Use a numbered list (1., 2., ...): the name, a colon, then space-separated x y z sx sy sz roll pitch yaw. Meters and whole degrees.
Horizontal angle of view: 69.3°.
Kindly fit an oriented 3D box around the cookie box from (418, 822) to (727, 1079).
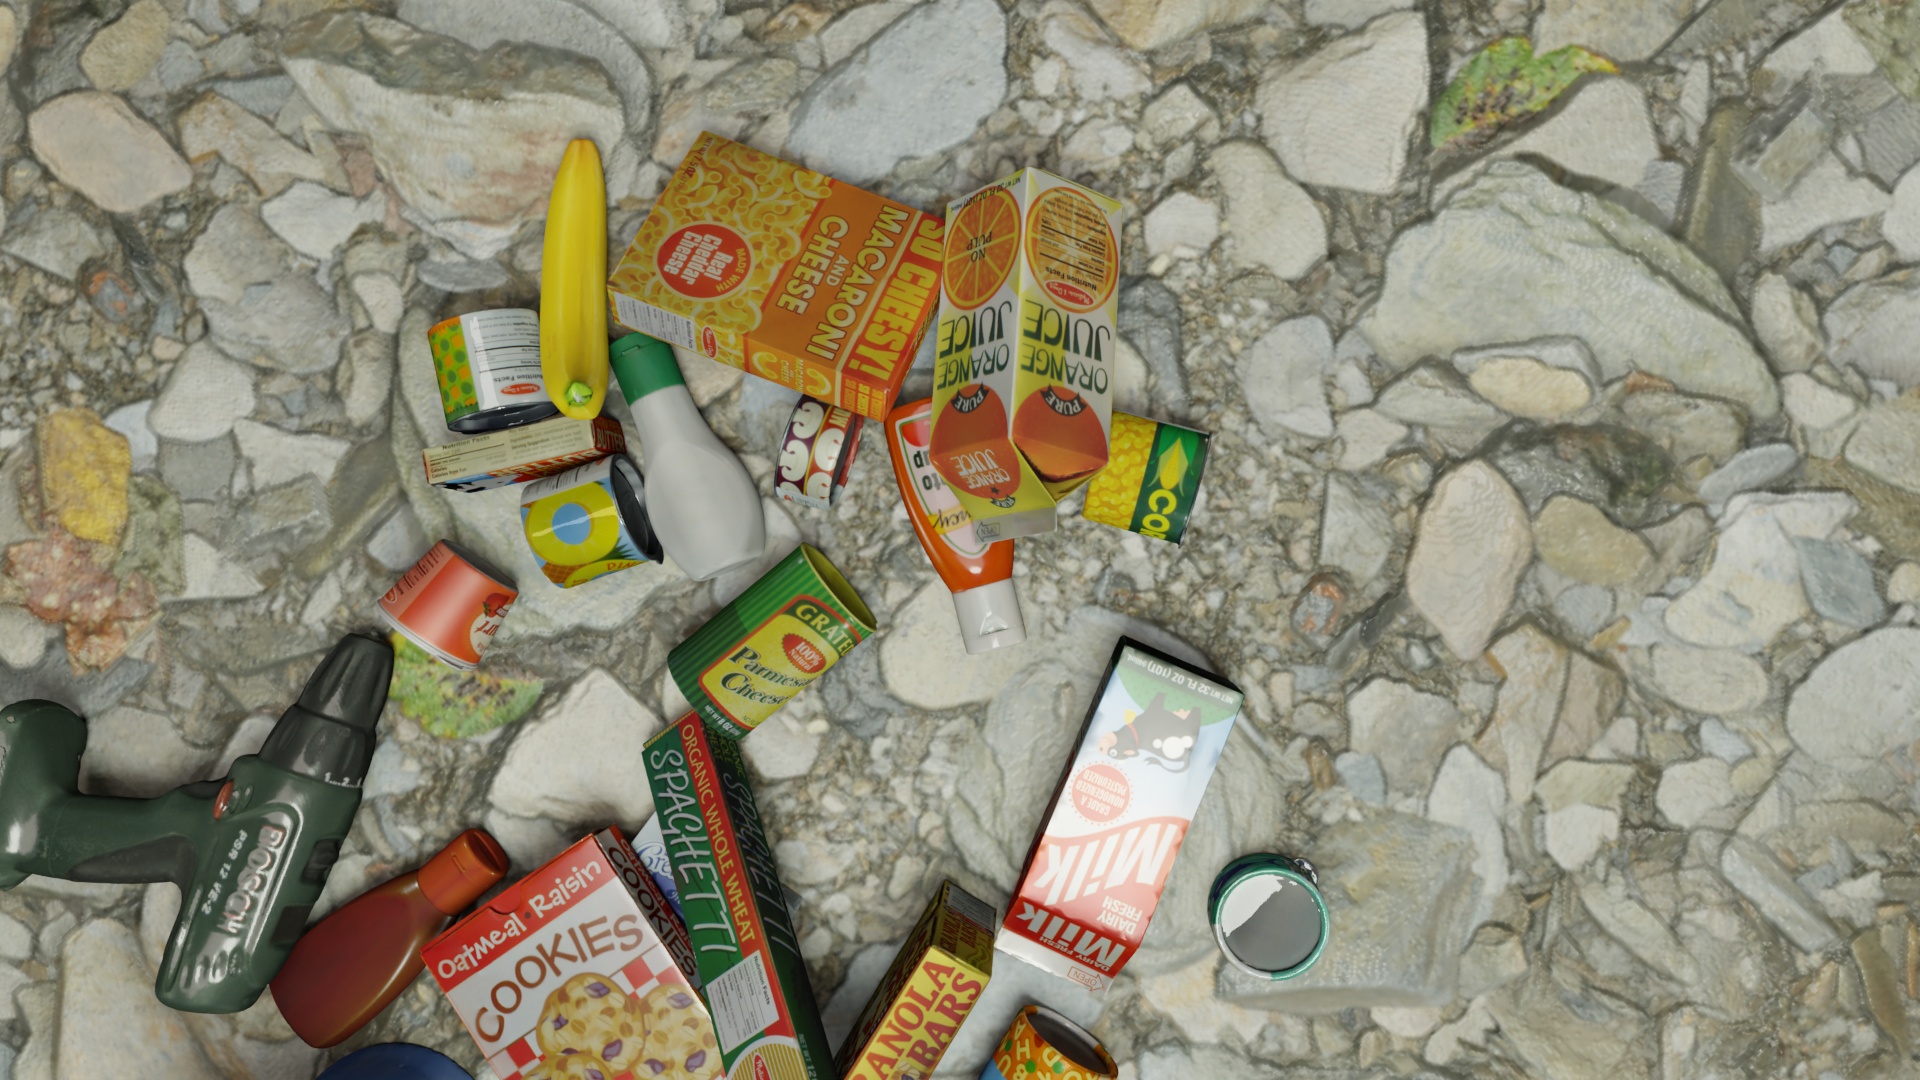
1. cookie box: -0.206 0.264 0.785 0.123 0.040 0.167 -35 86 3

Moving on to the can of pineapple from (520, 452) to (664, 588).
1. can of pineapple: -0.214 -0.009 0.808 0.058 0.071 0.071 -18 88 5

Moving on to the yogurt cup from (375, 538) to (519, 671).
1. yogurt cup: -0.298 0.036 0.816 0.072 0.072 0.054 36 85 4

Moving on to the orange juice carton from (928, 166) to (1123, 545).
1. orange juice carton: 0.035 -0.095 0.756 0.073 0.071 0.193 12 77 -37

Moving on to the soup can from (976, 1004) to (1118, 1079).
1. soup can: 0.040 0.317 0.780 0.071 0.071 0.083 31 92 4

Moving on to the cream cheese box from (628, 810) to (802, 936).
1. cream cheese box: -0.150 0.205 0.821 0.104 0.024 0.053 37 91 4

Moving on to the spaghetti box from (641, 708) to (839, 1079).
1. spaghetti box: -0.120 0.206 0.752 0.050 0.028 0.251 -37 55 18

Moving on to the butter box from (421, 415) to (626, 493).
1. butter box: -0.255 -0.051 0.818 0.103 0.053 0.024 -12 86 4

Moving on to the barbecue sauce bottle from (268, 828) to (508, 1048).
1. barbecue sauce bottle: -0.337 0.232 0.827 0.148 0.043 0.065 -40 76 3

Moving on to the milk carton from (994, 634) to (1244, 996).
1. milk carton: 0.086 0.155 0.777 0.072 0.073 0.190 24 92 4

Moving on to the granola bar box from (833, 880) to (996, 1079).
1. granola bar box: -0.040 0.279 0.761 0.039 0.124 0.165 31 92 2

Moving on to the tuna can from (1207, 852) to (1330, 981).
1. tuna can: 0.177 0.212 0.789 0.071 0.033 0.071 0 90 5

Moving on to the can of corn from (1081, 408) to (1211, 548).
1. can of corn: 0.103 -0.034 0.780 0.058 0.071 0.071 15 91 6

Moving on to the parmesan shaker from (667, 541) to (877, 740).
1. parmesan shaker: -0.107 0.060 0.800 0.103 0.071 0.071 -40 87 4

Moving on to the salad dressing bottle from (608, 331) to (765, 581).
1. salad dressing bottle: -0.163 -0.051 0.816 0.064 0.044 0.147 -23 86 5

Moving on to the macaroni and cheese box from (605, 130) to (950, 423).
1. macaroni and cheese box: -0.095 -0.151 0.789 0.166 0.040 0.124 21 64 4

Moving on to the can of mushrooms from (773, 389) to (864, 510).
1. can of mushrooms: -0.080 -0.054 0.796 0.033 0.071 0.071 17 91 4

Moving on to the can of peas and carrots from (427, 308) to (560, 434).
1. can of peas and carrots: -0.274 -0.099 0.815 0.071 0.071 0.058 -13 88 5

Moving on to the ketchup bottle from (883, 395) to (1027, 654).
1. ketchup bottle: 0.003 -0.010 0.801 0.065 0.043 0.148 -15 89 -2
